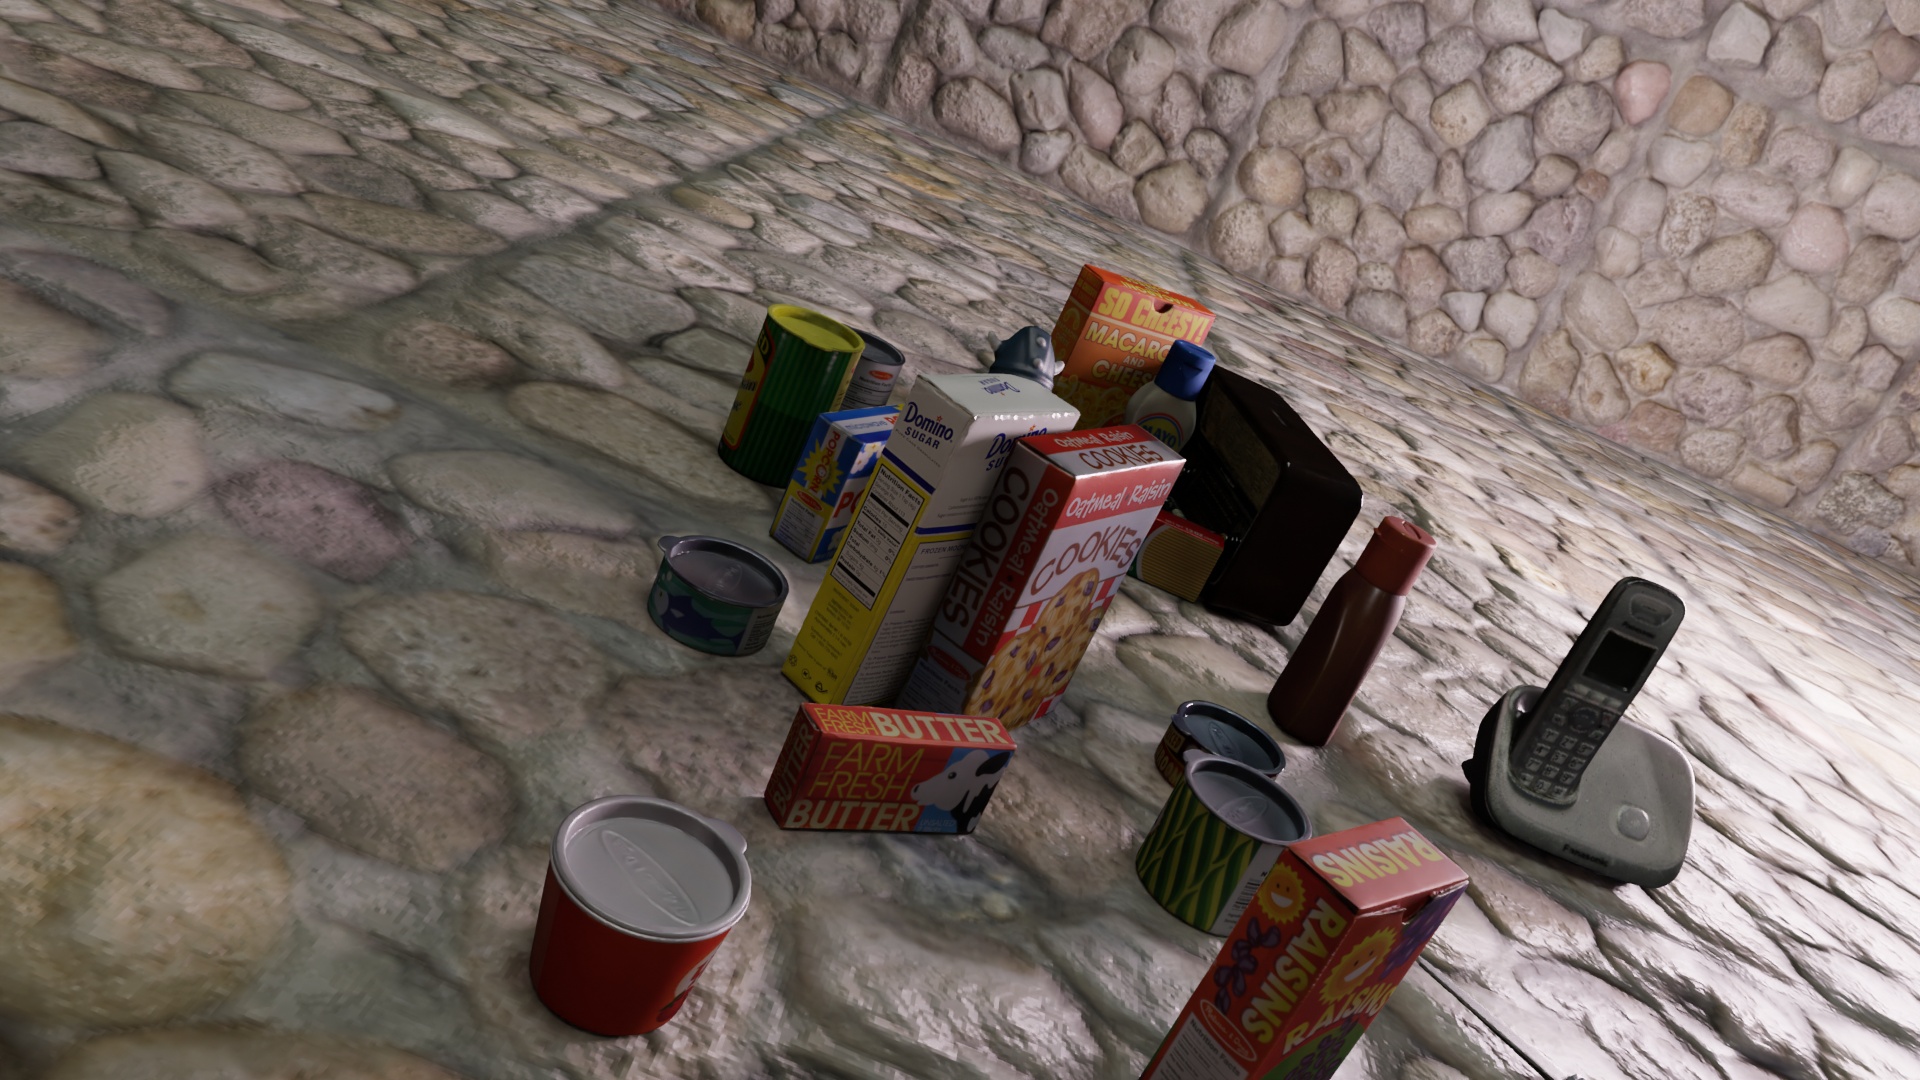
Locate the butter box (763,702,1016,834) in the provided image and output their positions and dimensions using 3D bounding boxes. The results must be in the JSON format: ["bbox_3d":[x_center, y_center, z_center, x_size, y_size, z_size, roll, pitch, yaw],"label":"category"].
[{"bbox_3d":[-0.030,0.102,0.613,0.103,0.053,0.024,10,26,-33],"label":"butter box"}]

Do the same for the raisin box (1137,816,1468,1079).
[{"bbox_3d":[0.132,0.169,0.534,0.086,0.123,0.040,2,30,-44],"label":"raisin box"}]

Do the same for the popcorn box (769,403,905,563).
[{"bbox_3d":[-0.055,-0.039,0.865,0.038,0.085,0.127,33,23,21],"label":"popcorn box"}]

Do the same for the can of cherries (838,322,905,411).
[{"bbox_3d":[-0.085,-0.127,1.071,0.071,0.058,0.072,21,22,-9],"label":"can of cherries"}]

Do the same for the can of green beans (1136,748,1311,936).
[{"bbox_3d":[0.126,0.146,0.668,0.071,0.057,0.071,21,22,-9],"label":"can of green beans"}]

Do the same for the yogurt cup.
[{"bbox_3d":[-0.111,0.128,0.469,0.072,0.053,0.073,21,22,-9],"label":"yogurt cup"}]

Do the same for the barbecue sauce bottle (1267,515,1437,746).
[{"bbox_3d":[0.248,0.056,0.881,0.044,0.148,0.065,23,21,-5],"label":"barbecue sauce bottle"}]

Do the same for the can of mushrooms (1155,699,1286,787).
[{"bbox_3d":[0.142,0.121,0.776,0.071,0.033,0.071,21,22,-9],"label":"can of mushrooms"}]

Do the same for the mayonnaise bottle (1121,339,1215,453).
[{"bbox_3d":[0.154,-0.087,1.110,0.065,0.147,0.041,21,22,-9],"label":"mayonnaise bottle"}]

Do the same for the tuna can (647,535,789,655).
[{"bbox_3d":[-0.126,0.027,0.711,0.071,0.032,0.071,21,22,-9],"label":"tuna can"}]

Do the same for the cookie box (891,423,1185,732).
[{"bbox_3d":[0.039,0.023,0.711,0.040,0.166,0.123,35,24,24],"label":"cookie box"}]

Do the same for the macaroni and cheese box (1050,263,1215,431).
[{"bbox_3d":[0.124,-0.134,1.159,0.124,0.165,0.040,10,26,-33],"label":"macaroni and cheese box"}]

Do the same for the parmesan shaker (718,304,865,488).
[{"bbox_3d":[-0.111,-0.092,0.904,0.071,0.102,0.071,21,22,-9],"label":"parmesan shaker"}]

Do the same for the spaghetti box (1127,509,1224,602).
[{"bbox_3d":[0.070,-0.028,1.017,0.250,0.050,0.029,23,21,-3],"label":"spaghetti box"}]
